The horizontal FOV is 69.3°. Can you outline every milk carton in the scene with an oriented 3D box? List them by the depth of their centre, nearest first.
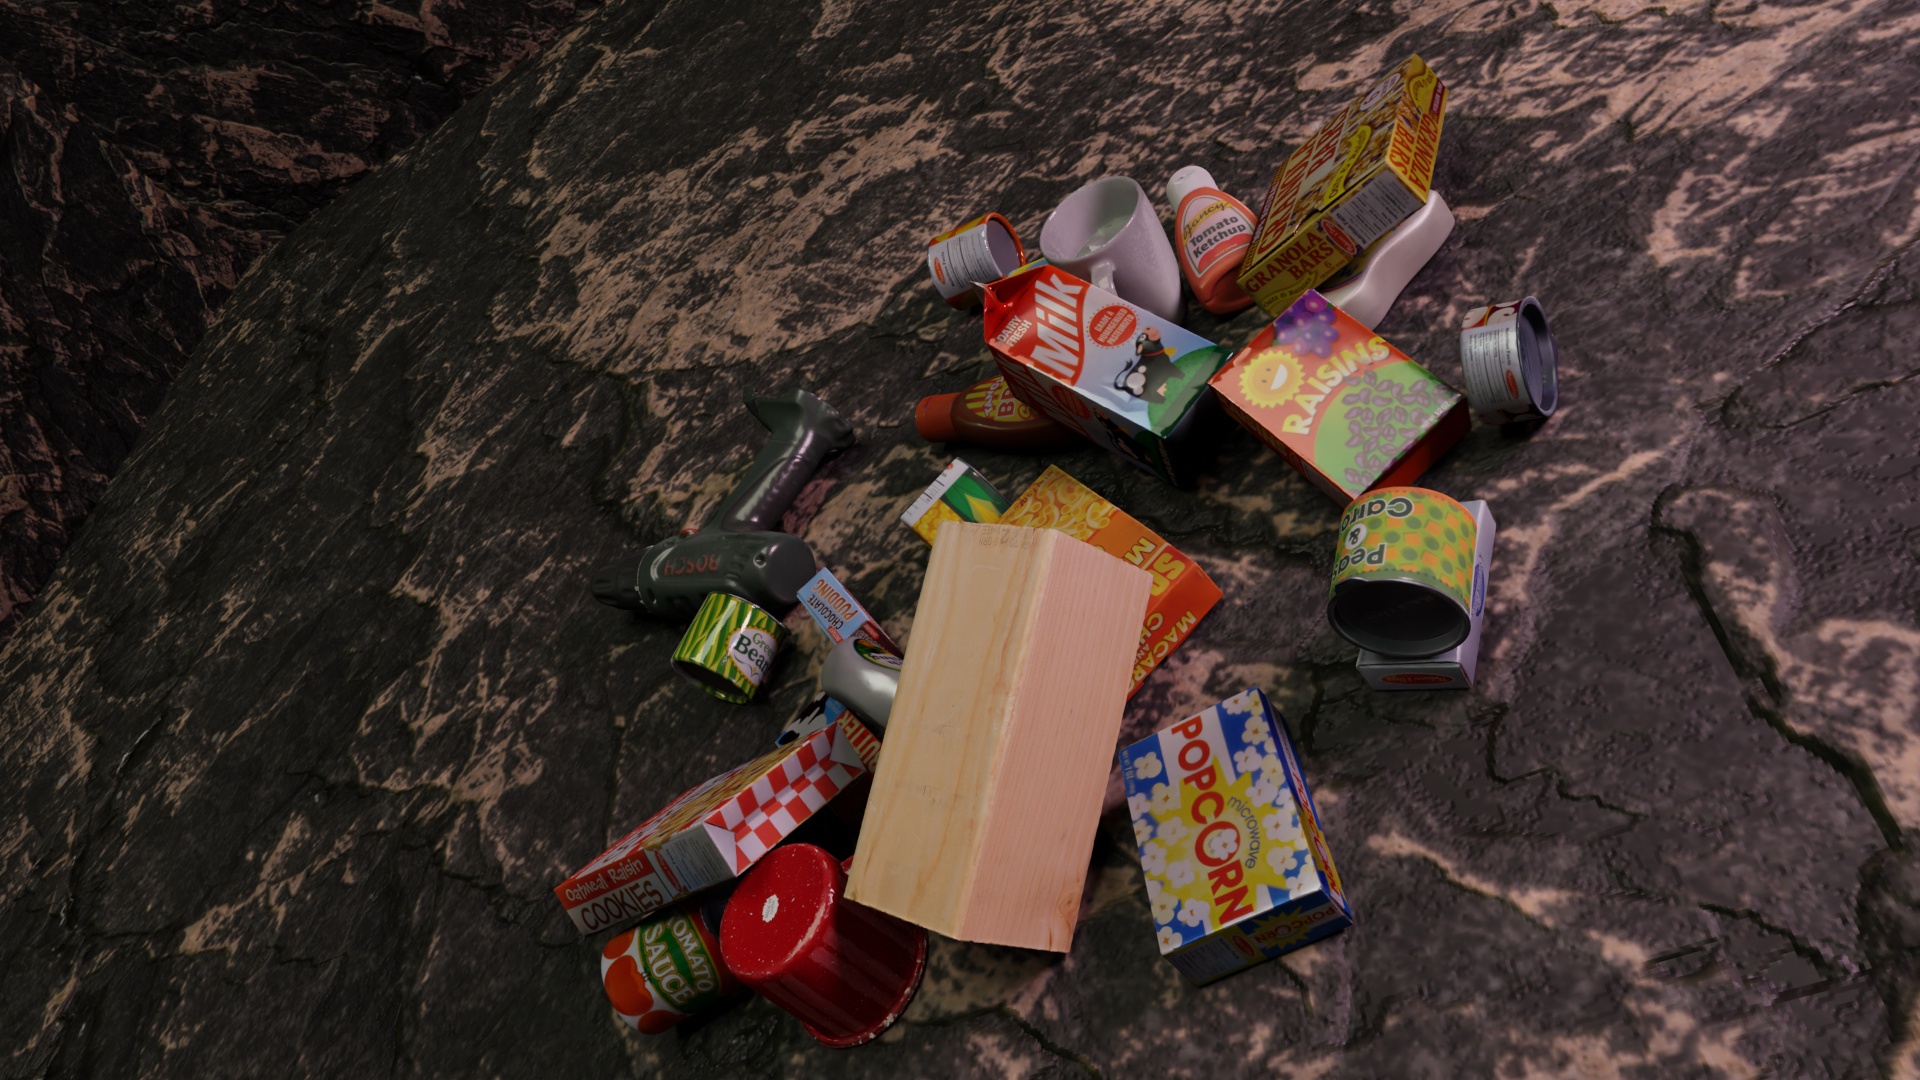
[{"bbox_3d":[0.086,-0.116,0.914,0.191,0.072,0.073,33,78,31],"label":"milk carton"}]

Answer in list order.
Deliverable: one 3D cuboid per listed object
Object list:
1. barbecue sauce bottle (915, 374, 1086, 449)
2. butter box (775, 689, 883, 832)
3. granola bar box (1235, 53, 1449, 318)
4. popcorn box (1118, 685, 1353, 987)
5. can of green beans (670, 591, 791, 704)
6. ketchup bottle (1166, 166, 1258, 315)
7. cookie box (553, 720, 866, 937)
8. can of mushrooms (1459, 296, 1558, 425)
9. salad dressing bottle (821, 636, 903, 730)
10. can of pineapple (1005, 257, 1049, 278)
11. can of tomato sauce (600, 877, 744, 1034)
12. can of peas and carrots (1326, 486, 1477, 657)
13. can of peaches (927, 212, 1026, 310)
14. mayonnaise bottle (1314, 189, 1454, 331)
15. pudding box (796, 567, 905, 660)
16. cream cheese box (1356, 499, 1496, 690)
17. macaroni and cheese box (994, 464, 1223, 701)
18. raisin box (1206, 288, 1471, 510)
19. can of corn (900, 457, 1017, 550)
[{"bbox_3d":[0.032,-0.095,1.020,0.148,0.043,0.065,-3,54,42],"label":"barbecue sauce bottle"},{"bbox_3d":[-0.077,0.141,0.901,0.053,0.024,0.104,-48,36,-6],"label":"butter box"},{"bbox_3d":[0.248,-0.232,0.900,0.123,0.039,0.166,-37,17,42],"label":"granola bar box"},{"bbox_3d":[0.133,0.144,0.690,0.085,0.038,0.127,-28,39,18],"label":"popcorn box"},{"bbox_3d":[-0.169,0.079,1.013,0.071,0.071,0.058,1,55,44],"label":"can of green beans"},{"bbox_3d":[0.184,-0.223,1.007,0.064,0.043,0.149,-29,38,14],"label":"ketchup bottle"},{"bbox_3d":[-0.153,0.177,0.846,0.167,0.040,0.123,-29,3,39],"label":"cookie box"},{"bbox_3d":[0.300,-0.097,0.757,0.033,0.071,0.071,-9,48,39],"label":"can of mushrooms"},{"bbox_3d":[-0.025,0.104,0.863,0.148,0.064,0.044,23,88,43],"label":"salad dressing bottle"},{"bbox_3d":[0.075,-0.184,1.052,0.057,0.071,0.071,-18,43,29],"label":"can of pineapple"},{"bbox_3d":[-0.164,0.249,0.835,0.083,0.071,0.071,-33,37,14],"label":"can of tomato sauce"},{"bbox_3d":[0.213,0.014,0.675,0.071,0.070,0.059,-10,47,37],"label":"can of peas and carrots"},{"bbox_3d":[0.015,-0.233,1.157,0.058,0.071,0.071,-18,43,31],"label":"can of peaches"},{"bbox_3d":[0.249,-0.161,0.885,0.148,0.041,0.065,-51,30,-12],"label":"mayonnaise bottle"},{"bbox_3d":[-0.077,0.059,0.962,0.030,0.049,0.084,-43,36,-2],"label":"pudding box"},{"bbox_3d":[0.242,0.027,0.718,0.053,0.024,0.104,-6,50,38],"label":"cream cheese box"},{"bbox_3d":[0.066,0.035,0.860,0.124,0.040,0.167,-46,36,-2],"label":"macaroni and cheese box"},{"bbox_3d":[0.217,-0.079,0.804,0.086,0.040,0.124,-43,54,1],"label":"raisin box"},{"bbox_3d":[0.003,-0.012,0.948,0.058,0.071,0.071,-46,36,-3],"label":"can of corn"}]
